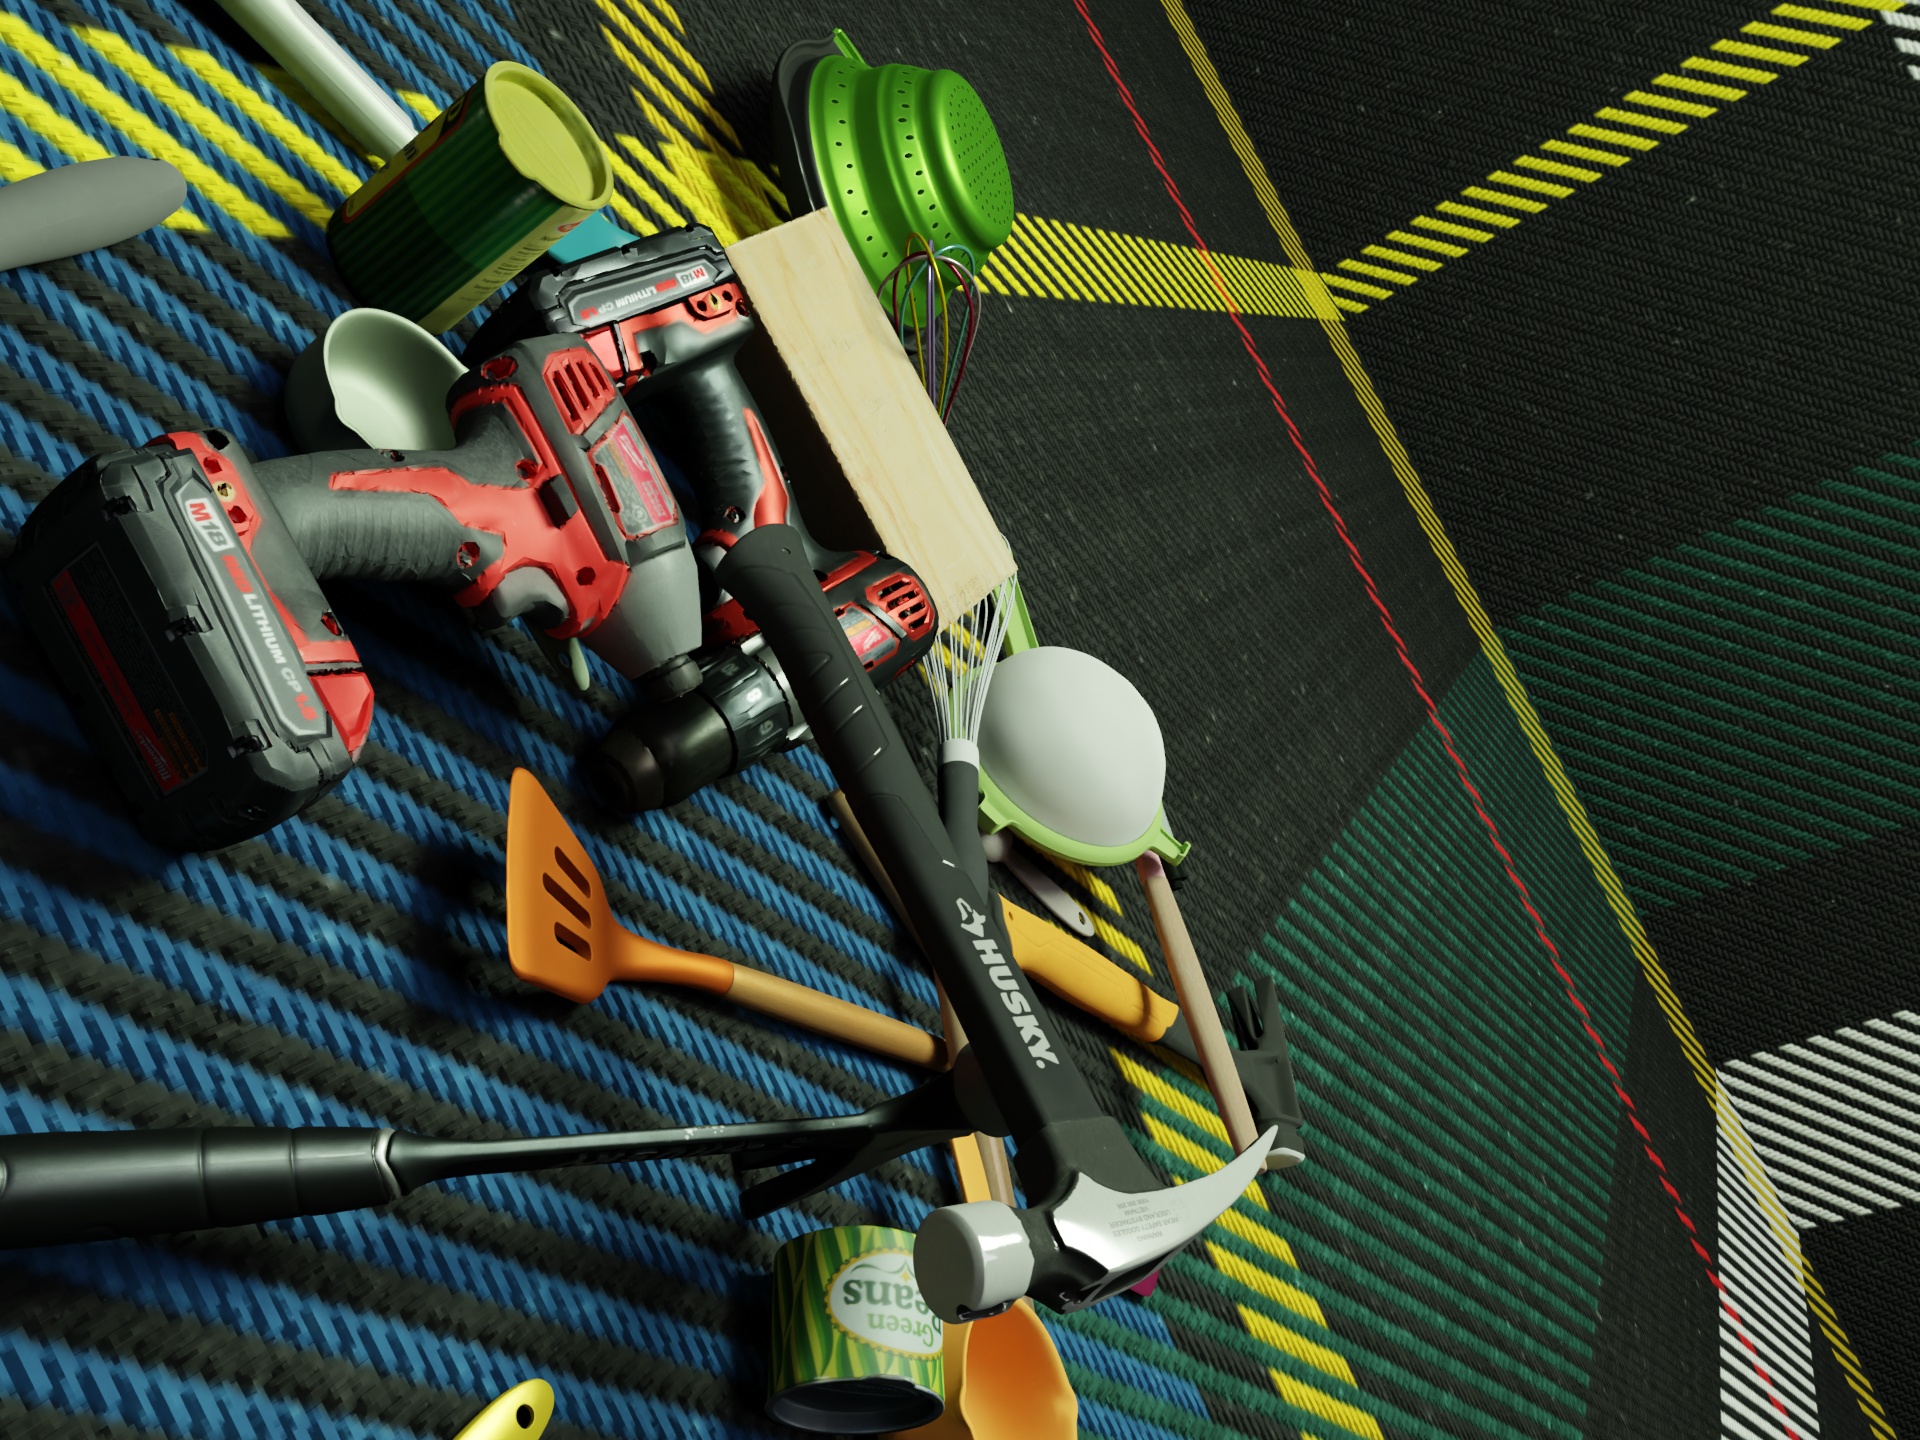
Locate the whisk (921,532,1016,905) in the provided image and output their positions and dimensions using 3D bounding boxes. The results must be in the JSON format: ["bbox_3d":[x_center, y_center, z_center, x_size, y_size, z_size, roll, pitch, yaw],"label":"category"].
[{"bbox_3d":[-0.002,-0.002,0.865,0.070,0.070,0.285,40,36,-38],"label":"whisk"}]

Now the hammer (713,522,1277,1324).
[{"bbox_3d":[-0.011,0.048,0.575,0.146,0.035,0.335,4,44,-40],"label":"hammer"}]

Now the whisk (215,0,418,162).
[{"bbox_3d":[-0.305,-0.313,0.639,0.246,0.059,0.058,45,5,-39],"label":"whisk"}]

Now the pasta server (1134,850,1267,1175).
[{"bbox_3d":[0.116,0.122,0.938,0.060,0.040,0.317,30,34,-43],"label":"pasta server"}]

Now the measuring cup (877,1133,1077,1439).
[{"bbox_3d":[-0.005,0.247,0.665,0.095,0.052,0.174,32,38,-53],"label":"measuring cup"}]

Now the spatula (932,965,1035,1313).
[{"bbox_3d":[0.021,0.249,0.722,0.059,0.018,0.316,12,62,-55],"label":"spatula"}]

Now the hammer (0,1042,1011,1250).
[{"bbox_3d":[-0.153,0.129,0.466,0.408,0.149,0.036,11,57,-46],"label":"hammer"}]

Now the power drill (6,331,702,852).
[{"bbox_3d":[-0.180,-0.046,0.541,0.220,0.078,0.143,-34,100,-51],"label":"power drill"}]

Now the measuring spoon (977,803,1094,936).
[{"bbox_3d":[0.047,0.088,0.923,0.124,0.018,0.034,45,33,-32],"label":"measuring spoon"}]

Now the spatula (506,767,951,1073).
[{"bbox_3d":[-0.077,0.112,0.669,0.322,0.041,0.081,32,41,-47],"label":"spatula"}]

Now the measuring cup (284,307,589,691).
[{"bbox_3d":[-0.202,-0.078,0.623,0.167,0.038,0.083,60,28,-10],"label":"measuring cup"}]

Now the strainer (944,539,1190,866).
[{"bbox_3d":[0.059,-0.034,0.959,0.151,0.069,0.257,12,45,-31],"label":"strainer"}]

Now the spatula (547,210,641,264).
[{"bbox_3d":[-0.132,-0.243,0.874,0.317,0.044,0.082,8,75,-59],"label":"spatula"}]

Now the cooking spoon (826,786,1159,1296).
[{"bbox_3d":[0.023,0.166,0.816,0.318,0.017,0.069,57,27,-12],"label":"cooking spoon"}]

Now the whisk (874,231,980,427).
[{"bbox_3d":[-0.017,-0.172,0.883,0.047,0.244,0.051,34,64,18],"label":"whisk"}]

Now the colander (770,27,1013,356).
[{"bbox_3d":[-0.031,-0.272,0.966,0.204,0.094,0.397,46,39,-50],"label":"colander"}]

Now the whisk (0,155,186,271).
[{"bbox_3d":[-0.311,-0.143,0.483,0.055,0.055,0.239,54,25,-17],"label":"whisk"}]

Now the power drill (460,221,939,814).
[{"bbox_3d":[-0.125,-0.084,0.695,0.188,0.080,0.226,-36,99,-40],"label":"power drill"}]

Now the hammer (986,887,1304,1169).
[{"bbox_3d":[0.108,0.166,0.945,0.336,0.034,0.127,35,40,-42],"label":"hammer"}]

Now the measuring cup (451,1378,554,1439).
[{"bbox_3d":[-0.154,0.236,0.440,0.062,0.029,0.156,60,29,-6],"label":"measuring cup"}]
